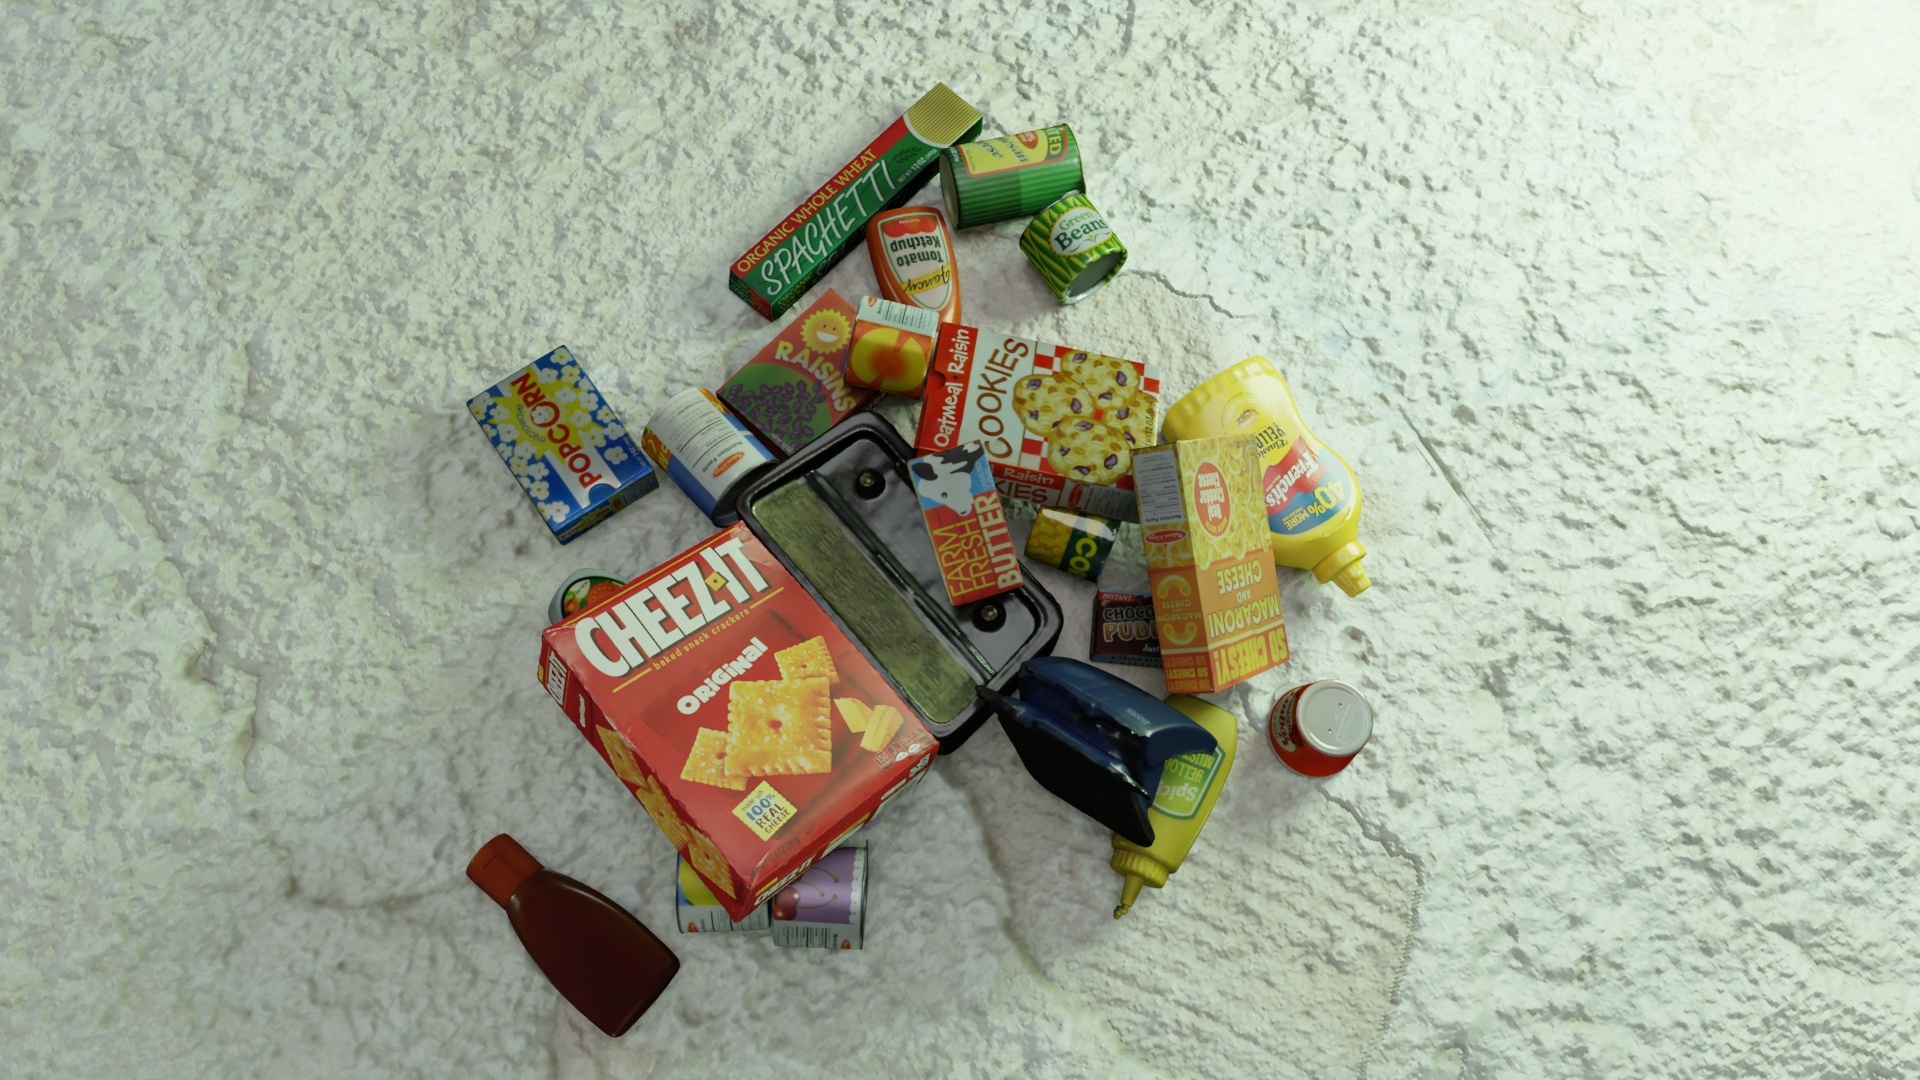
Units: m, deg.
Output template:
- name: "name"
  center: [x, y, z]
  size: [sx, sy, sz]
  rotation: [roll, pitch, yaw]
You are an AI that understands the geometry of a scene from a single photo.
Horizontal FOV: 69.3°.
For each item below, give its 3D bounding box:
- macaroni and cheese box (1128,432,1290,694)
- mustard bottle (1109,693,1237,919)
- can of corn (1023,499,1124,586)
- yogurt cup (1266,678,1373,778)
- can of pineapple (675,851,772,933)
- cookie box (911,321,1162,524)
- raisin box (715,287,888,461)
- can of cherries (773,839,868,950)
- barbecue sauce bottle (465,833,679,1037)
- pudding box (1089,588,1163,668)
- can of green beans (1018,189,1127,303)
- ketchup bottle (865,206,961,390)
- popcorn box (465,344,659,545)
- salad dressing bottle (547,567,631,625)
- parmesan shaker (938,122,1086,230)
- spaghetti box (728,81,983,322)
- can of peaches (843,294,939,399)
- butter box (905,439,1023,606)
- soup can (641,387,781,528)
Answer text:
- name: "macaroni and cheese box"
  center: [0.174, 0.013, 0.959]
  size: [0.040, 0.124, 0.166]
  rotation: [-8, 91, 37]
- name: "mustard bottle"
  center: [0.139, 0.185, 0.952]
  size: [0.065, 0.048, 0.161]
  rotation: [22, 70, 8]
- name: "can of corn"
  center: [0.083, -0.007, 1.008]
  size: [0.058, 0.071, 0.071]
  rotation: [21, 71, 5]
- name: "yogurt cup"
  center: [0.255, 0.130, 0.977]
  size: [0.072, 0.053, 0.072]
  rotation: [1, 71, -3]
- name: "can of pineapple"
  center: [-0.154, 0.221, 0.913]
  size: [0.058, 0.070, 0.071]
  rotation: [-1, 71, -4]
- name: "cookie box"
  center: [0.056, -0.086, 0.992]
  size: [0.167, 0.040, 0.123]
  rotation: [12, 54, -2]
- name: "raisin box"
  center: [-0.111, -0.120, 1.051]
  size: [0.086, 0.040, 0.124]
  rotation: [41, 72, 12]
- name: "can of cherries"
  center: [-0.091, 0.232, 0.914]
  size: [0.058, 0.071, 0.072]
  rotation: [3, 70, -1]
- name: "barbecue sauce bottle"
  center: [-0.257, 0.252, 0.907]
  size: [0.149, 0.043, 0.065]
  rotation: [38, 73, 10]
- name: "pudding box"
  center: [0.138, 0.065, 1.005]
  size: [0.084, 0.030, 0.050]
  rotation: [6, 69, -1]
- name: "can of green beans"
  center: [0.089, -0.228, 1.088]
  size: [0.071, 0.071, 0.058]
  rotation: [-31, 75, -13]
- name: "ketchup bottle"
  center: [-0.028, -0.186, 1.078]
  size: [0.065, 0.043, 0.149]
  rotation: [-11, 72, -14]
- name: "popcorn box"
  center: [-0.293, -0.071, 1.024]
  size: [0.085, 0.038, 0.127]
  rotation: [-34, 75, -15]
- name: "salad dressing bottle"
  center: [-0.217, 0.076, 0.972]
  size: [0.148, 0.044, 0.064]
  rotation: [33, 71, 7]
- name: "parmesan shaker"
  center: [0.041, -0.288, 1.105]
  size: [0.103, 0.071, 0.071]
  rotation: [-14, 72, -8]
- name: "spaghetti box"
  center: [-0.081, -0.273, 1.114]
  size: [0.050, 0.028, 0.251]
  rotation: [41, 73, 11]
- name: "can of peaches"
  center: [-0.050, -0.138, 1.008]
  size: [0.058, 0.071, 0.071]
  rotation: [12, 70, -4]
- name: "butter box"
  center: [0.003, -0.012, 0.929]
  size: [0.053, 0.024, 0.103]
  rotation: [-17, 94, -2]
- name: "soup can"
  center: [-0.180, -0.059, 1.012]
  size: [0.071, 0.071, 0.084]
  rotation: [-41, 73, -15]
